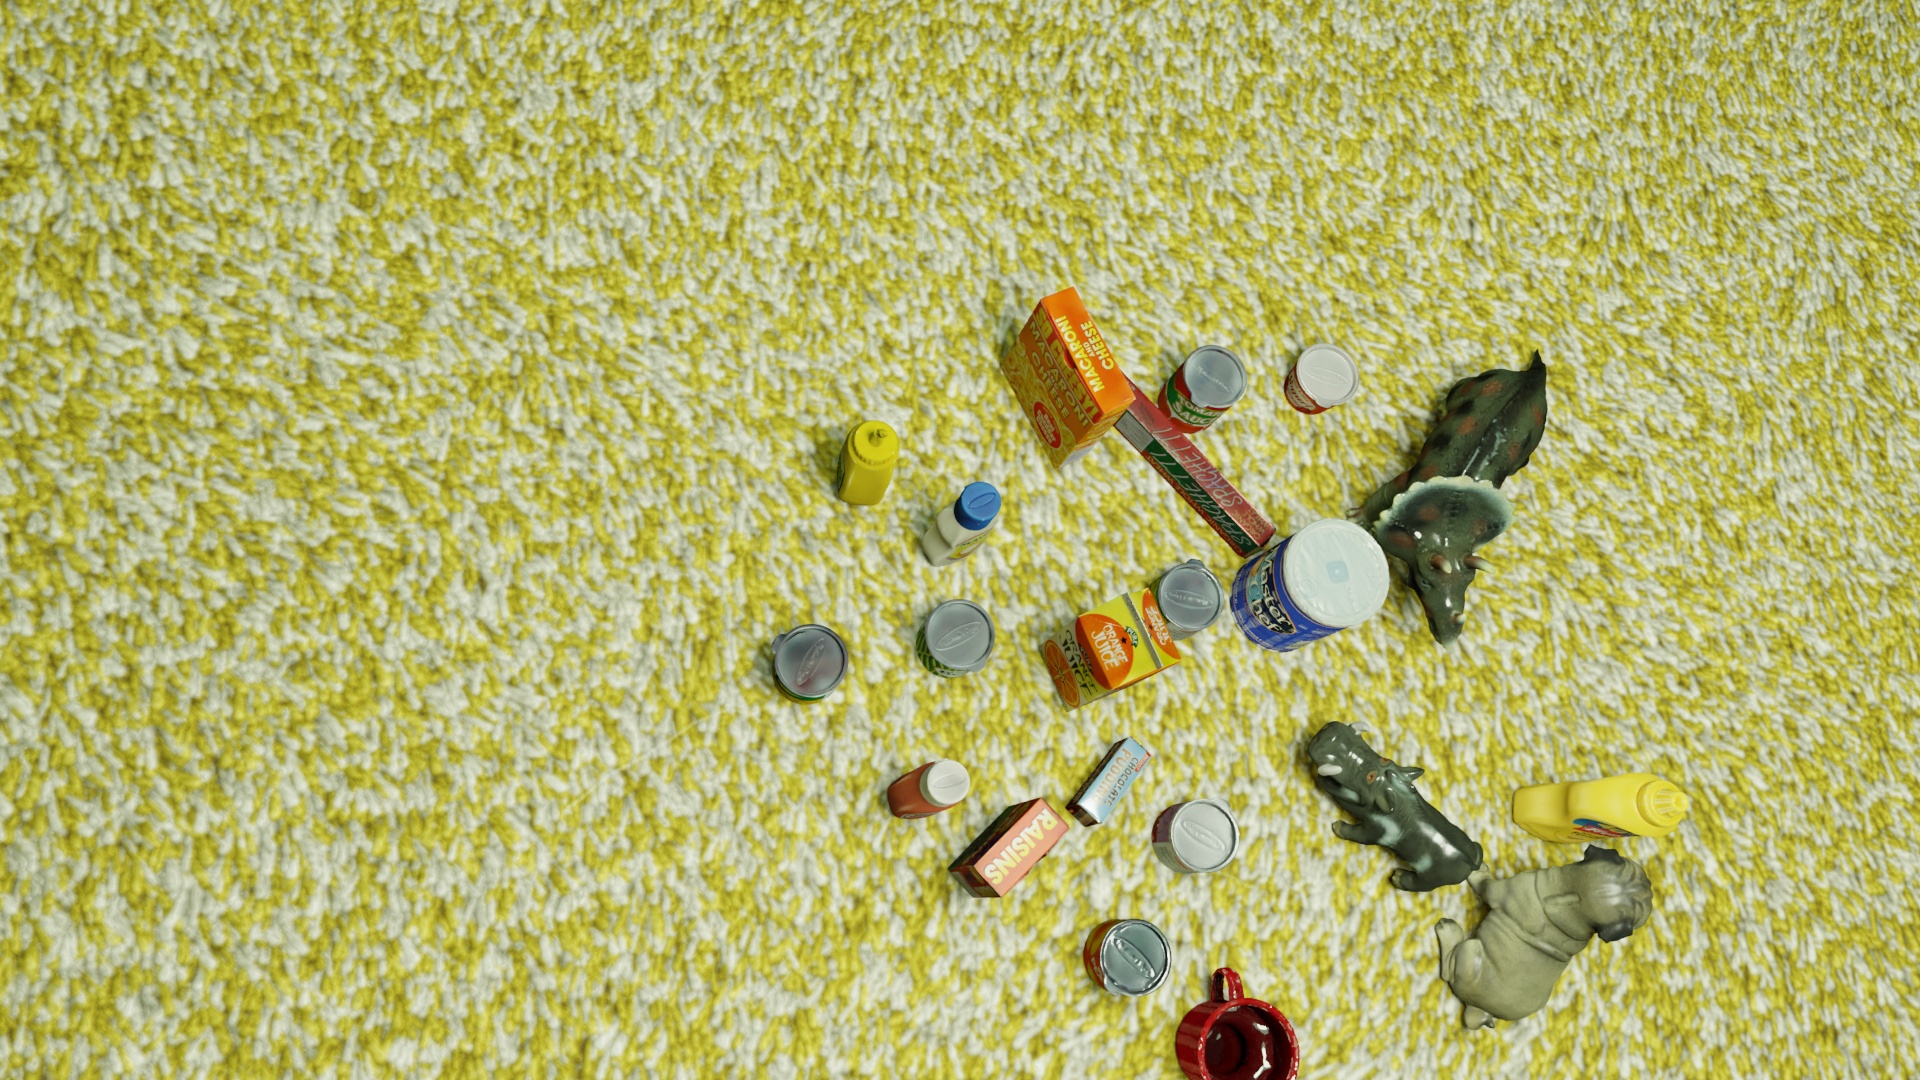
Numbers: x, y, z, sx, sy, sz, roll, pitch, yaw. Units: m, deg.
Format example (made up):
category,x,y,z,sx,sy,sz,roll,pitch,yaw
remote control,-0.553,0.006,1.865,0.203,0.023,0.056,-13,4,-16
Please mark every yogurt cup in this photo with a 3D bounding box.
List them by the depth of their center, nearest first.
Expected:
category,x,y,z,sx,sy,sz,roll,pitch,yaw
yogurt cup,0.372,-0.165,1.444,0.072,0.053,0.072,3,75,-10

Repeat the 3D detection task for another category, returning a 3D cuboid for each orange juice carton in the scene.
category,x,y,z,sx,sy,sz,roll,pitch,yaw
orange juice carton,0.137,0.098,1.252,0.073,0.192,0.072,-21,80,-16

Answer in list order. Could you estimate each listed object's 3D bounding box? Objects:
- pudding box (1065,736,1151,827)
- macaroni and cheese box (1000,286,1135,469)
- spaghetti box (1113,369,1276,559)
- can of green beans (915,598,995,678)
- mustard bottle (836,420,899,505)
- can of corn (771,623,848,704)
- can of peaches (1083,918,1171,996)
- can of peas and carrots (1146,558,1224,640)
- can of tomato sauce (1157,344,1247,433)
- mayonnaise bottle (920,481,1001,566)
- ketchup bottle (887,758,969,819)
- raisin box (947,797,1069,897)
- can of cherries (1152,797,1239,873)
category,x,y,z,sx,sy,sz,roll,pitch,yaw
pudding box,0.138,0.225,1.293,0.030,0.049,0.084,41,71,1
macaroni and cheese box,0.099,-0.151,1.327,0.040,0.166,0.124,-25,81,-16
spaghetti box,0.215,-0.083,1.393,0.029,0.050,0.250,-43,86,-18
can of green beans,-0.005,0.093,1.297,0.071,0.057,0.071,3,75,-10
mustard bottle,-0.084,-0.078,1.274,0.049,0.159,0.065,6,74,-10
can of corn,-0.140,0.112,1.264,0.071,0.058,0.071,3,75,-10
can of peaches,0.147,0.376,1.249,0.071,0.058,0.071,3,75,-10
can of peas and carrots,0.215,0.058,1.349,0.071,0.058,0.071,3,75,-10
can of tomato sauce,0.242,-0.149,1.399,0.071,0.083,0.071,3,75,-10
mayonnaise bottle,0.005,-0.016,1.281,0.065,0.147,0.041,-26,82,-16
ketchup bottle,-0.024,0.216,1.211,0.065,0.148,0.043,-12,78,-14
raisin box,0.041,0.272,1.222,0.086,0.123,0.040,-42,86,-18
can of cherries,0.219,0.274,1.291,0.071,0.058,0.071,3,75,-10
